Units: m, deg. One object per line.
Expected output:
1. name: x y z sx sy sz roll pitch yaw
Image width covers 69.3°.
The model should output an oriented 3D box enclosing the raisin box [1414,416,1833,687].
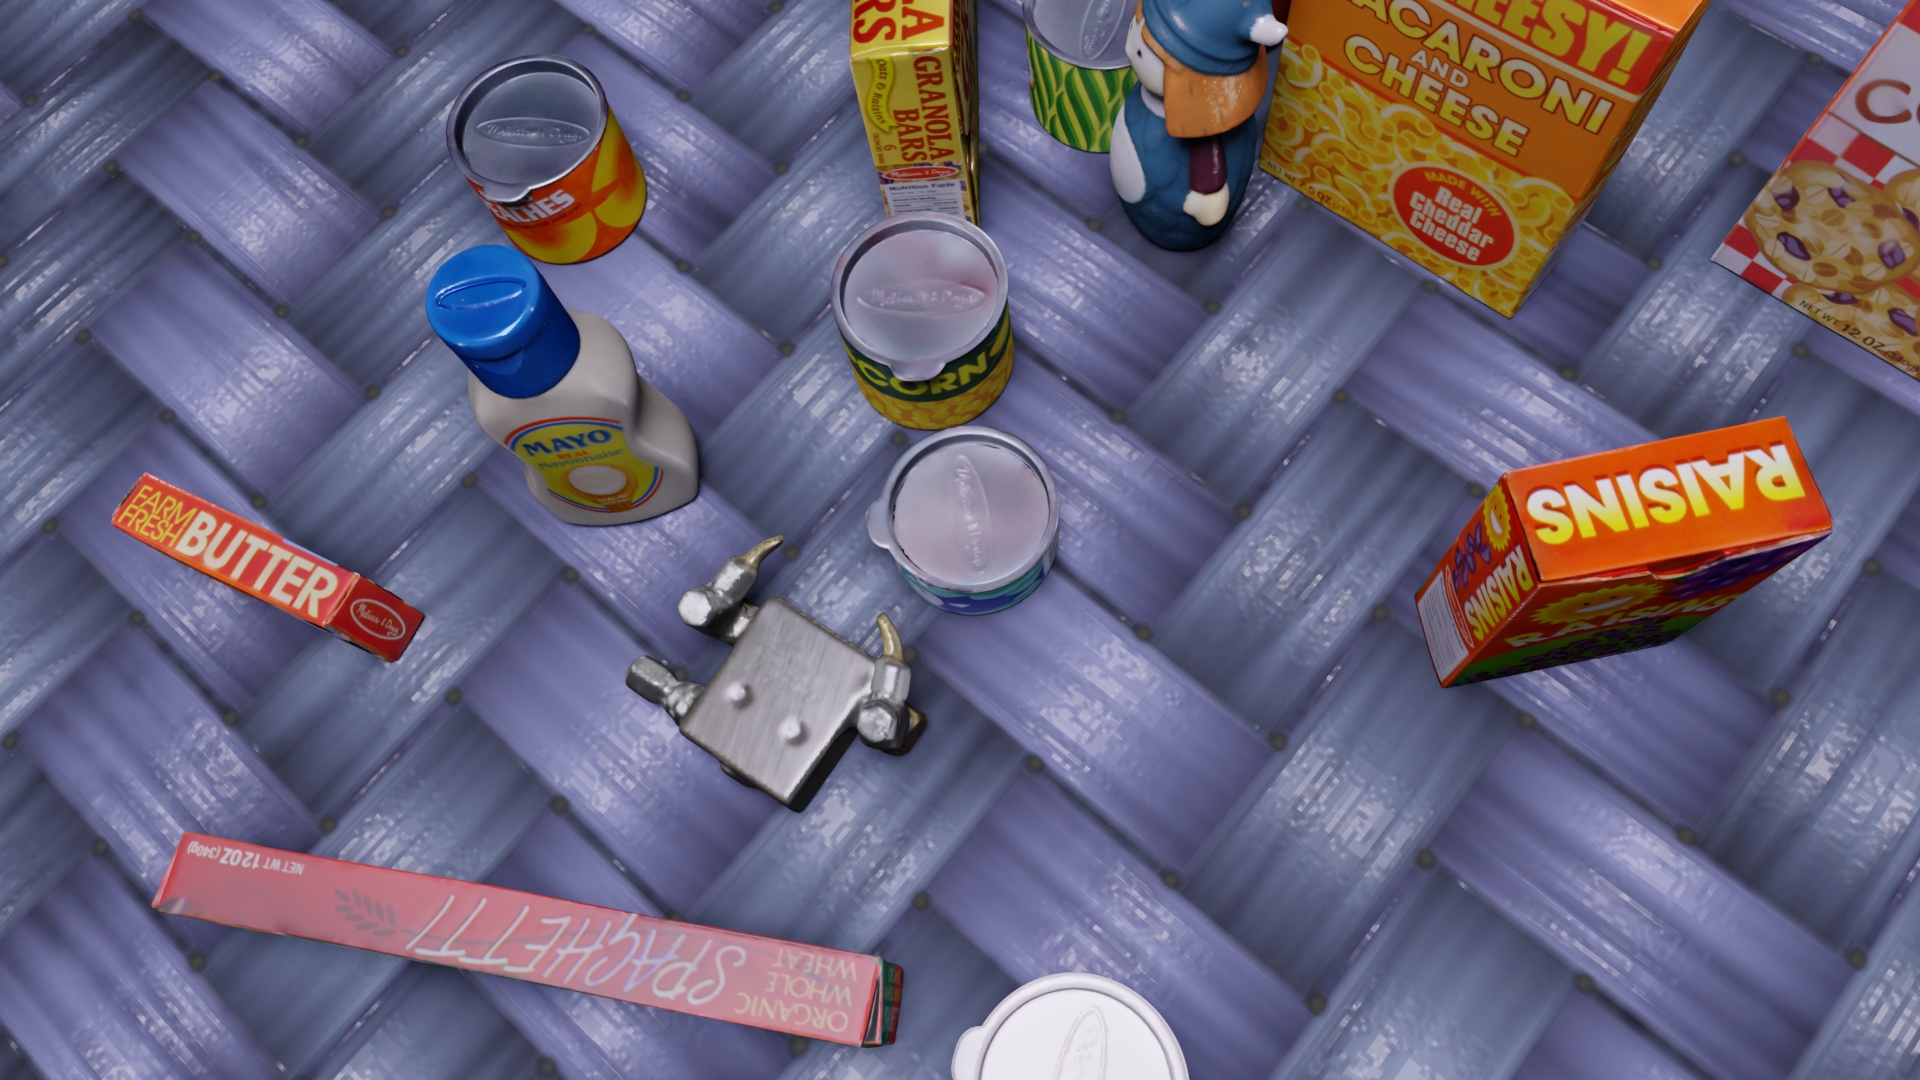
1. raisin box: 0.205 0.009 0.449 0.086 0.123 0.040 -11 69 1

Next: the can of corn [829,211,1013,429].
1. can of corn: -0.013 -0.081 0.537 0.071 0.058 0.071 -2 70 5

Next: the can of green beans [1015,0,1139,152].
1. can of green beans: 0.060 -0.205 0.578 0.071 0.057 0.071 -2 70 5

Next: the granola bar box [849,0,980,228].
1. granola bar box: -0.015 -0.221 0.555 0.039 0.124 0.166 -2 69 5

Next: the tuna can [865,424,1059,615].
1. tuna can: 0.002 -0.007 0.522 0.071 0.032 0.071 -2 69 5

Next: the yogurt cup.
1. yogurt cup: 0.037 0.173 0.439 0.072 0.053 0.072 -2 70 5

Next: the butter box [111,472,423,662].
1. butter box: -0.262 0.011 0.528 0.103 0.053 0.024 23 74 13

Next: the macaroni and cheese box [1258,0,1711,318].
1. macaroni and cheese box: 0.176 -0.163 0.493 0.124 0.166 0.040 37 77 16

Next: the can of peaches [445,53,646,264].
1. can of peaches: -0.171 -0.156 0.580 0.071 0.058 0.071 -2 70 5

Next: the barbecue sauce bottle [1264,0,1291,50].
1. barbecue sauce bottle: 0.111 -0.260 0.546 0.044 0.148 0.065 -30 70 -6

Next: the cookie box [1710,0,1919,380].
1. cookie box: 0.347 -0.116 0.460 0.123 0.167 0.040 38 78 17

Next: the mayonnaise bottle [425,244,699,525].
1. mayonnaise bottle: -0.139 -0.049 0.489 0.065 0.147 0.041 -11 69 1

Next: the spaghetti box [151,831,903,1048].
1. spaghetti box: -0.143 0.136 0.472 0.250 0.050 0.029 8 71 8
